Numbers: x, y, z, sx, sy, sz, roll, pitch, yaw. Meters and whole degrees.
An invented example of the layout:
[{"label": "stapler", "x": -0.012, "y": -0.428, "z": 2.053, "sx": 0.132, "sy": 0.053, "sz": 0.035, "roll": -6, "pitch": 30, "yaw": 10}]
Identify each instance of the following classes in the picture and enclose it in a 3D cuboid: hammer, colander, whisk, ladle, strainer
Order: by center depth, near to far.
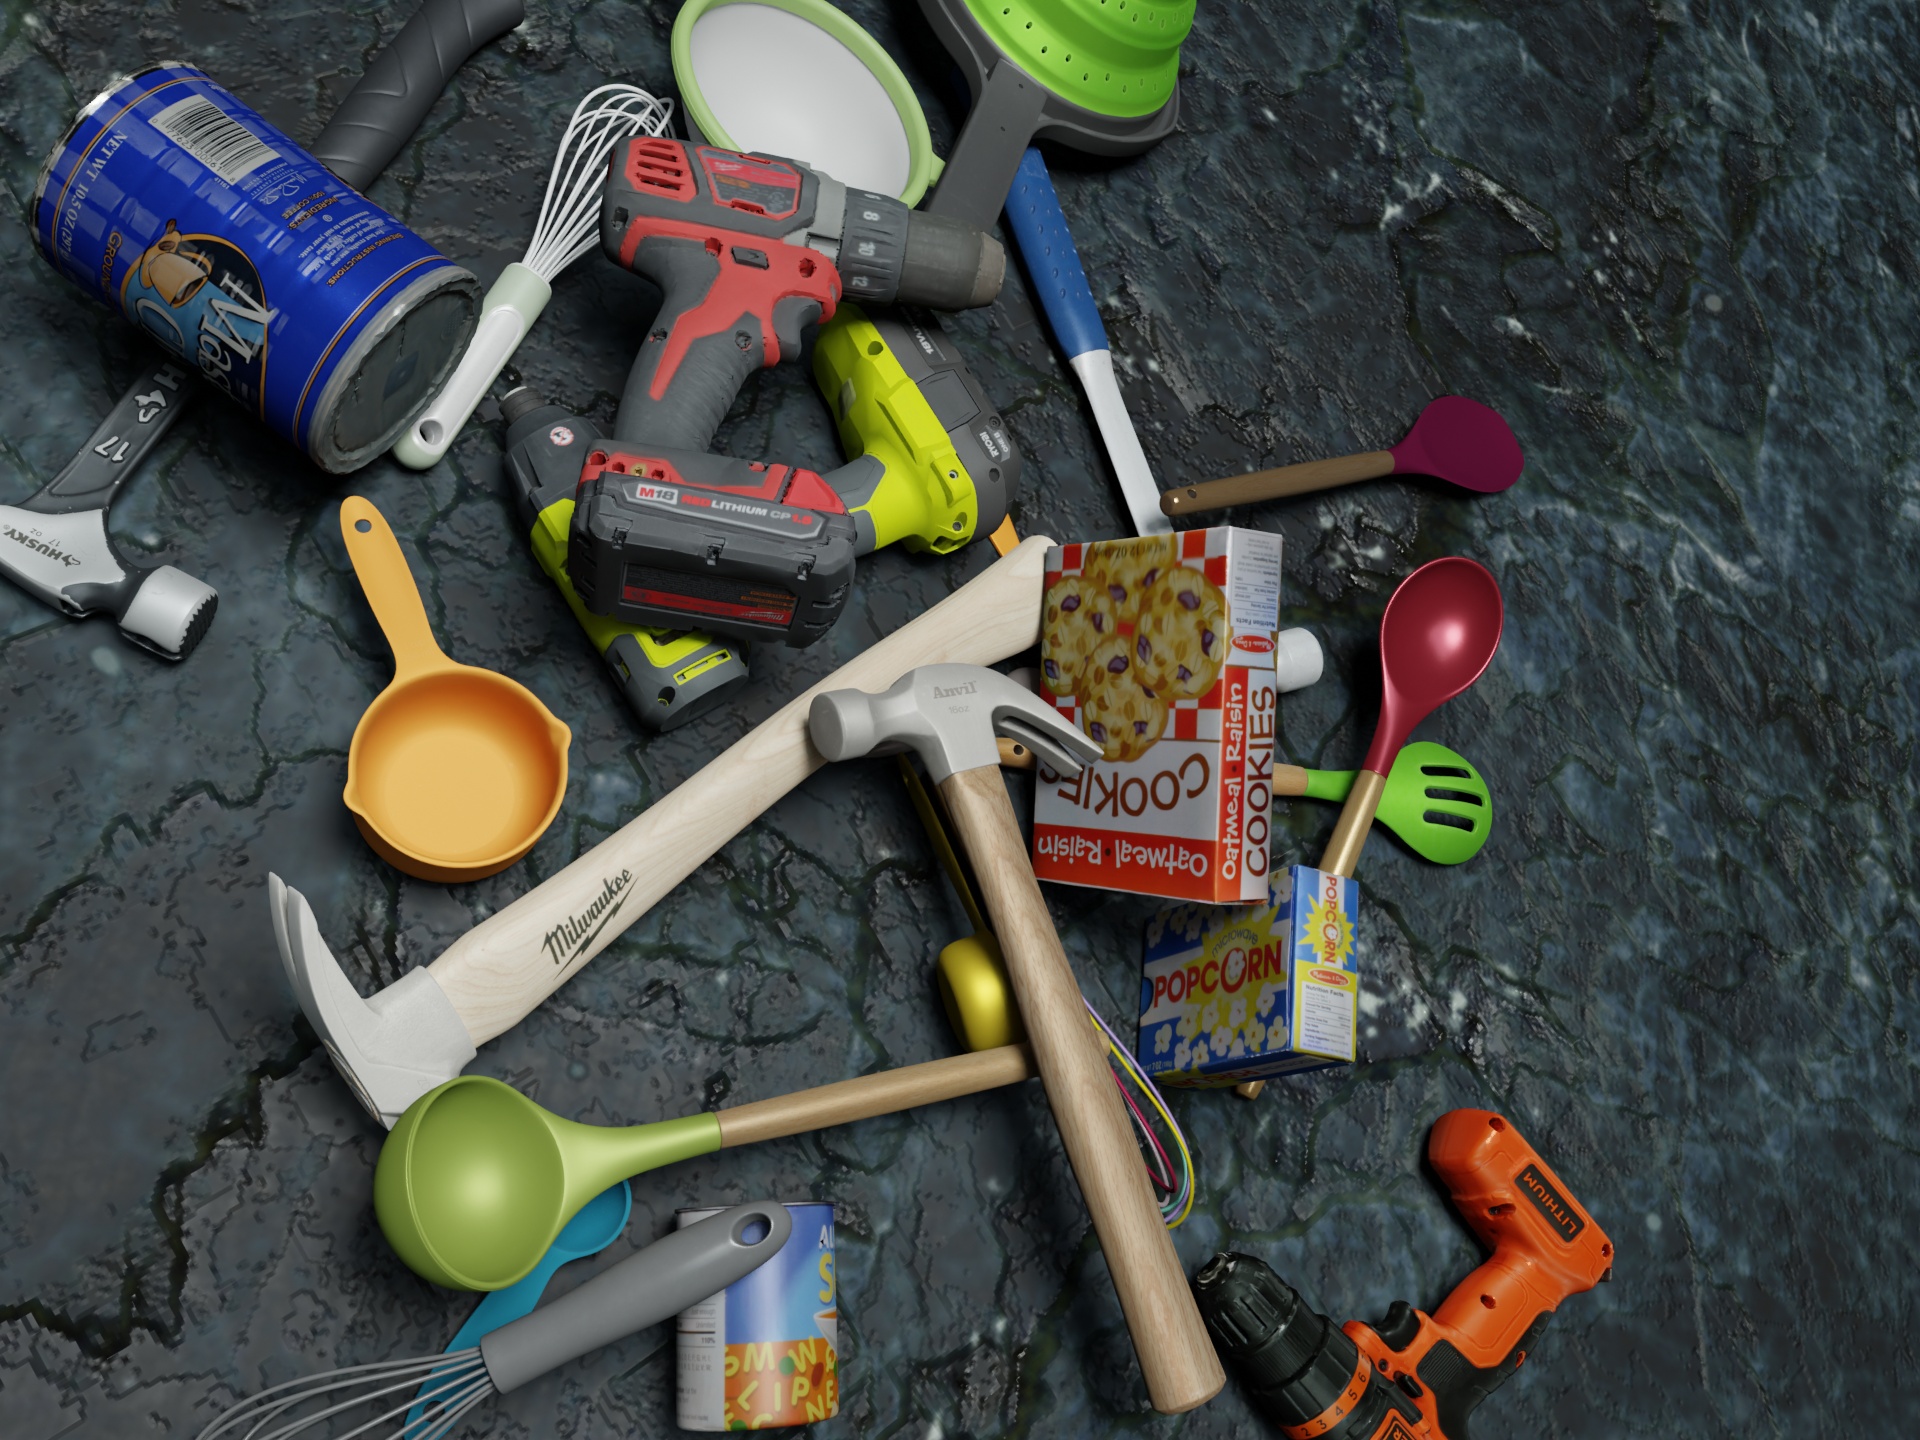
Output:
[{"label": "whisk", "x": -0.174, "y": 0.238, "z": 0.595, "sx": 0.239, "sy": 0.055, "sz": 0.055, "roll": -23, "pitch": 82, "yaw": -11}, {"label": "ladle", "x": -0.071, "y": 0.160, "z": 0.646, "sx": 0.320, "sy": 0.062, "sz": 0.078, "roll": -6, "pitch": 74, "yaw": -27}, {"label": "hammer", "x": 0.043, "y": 0.129, "z": 0.694, "sx": 0.130, "sy": 0.031, "sz": 0.331, "roll": -12, "pitch": 77, "yaw": -35}, {"label": "hammer", "x": -0.096, "y": 0.019, "z": 0.703, "sx": 0.411, "sy": 0.038, "sz": 0.146, "roll": -38, "pitch": 126, "yaw": -31}, {"label": "hammer", "x": -0.318, "y": -0.226, "z": 0.739, "sx": 0.149, "sy": 0.036, "sz": 0.409, "roll": 28, "pitch": 63, "yaw": -10}, {"label": "whisk", "x": 0.047, "y": 0.126, "z": 0.762, "sx": 0.051, "sy": 0.047, "sz": 0.245, "roll": -20, "pitch": 77, "yaw": -26}, {"label": "whisk", "x": -0.206, "y": -0.221, "z": 0.779, "sx": 0.057, "sy": 0.059, "sz": 0.246, "roll": 43, "pitch": 62, "yaw": -36}, {"label": "ladle", "x": 0.210, "y": 0.053, "z": 0.838, "sx": 0.069, "sy": 0.031, "sz": 0.315, "roll": 29, "pitch": 74, "yaw": -10}, {"label": "strainer", "x": -0.122, "y": -0.353, "z": 0.841, "sx": 0.151, "sy": 0.069, "sz": 0.256, "roll": -30, "pitch": 86, "yaw": -42}, {"label": "colander", "x": 0.053, "y": -0.375, "z": 0.872, "sx": 0.204, "sy": 0.094, "sz": 0.397, "roll": 32, "pitch": 52, "yaw": -19}, {"label": "hammer", "x": 0.071, "y": -0.194, "z": 0.891, "sx": 0.144, "sy": 0.035, "sz": 0.406, "roll": -13, "pitch": 77, "yaw": -27}]

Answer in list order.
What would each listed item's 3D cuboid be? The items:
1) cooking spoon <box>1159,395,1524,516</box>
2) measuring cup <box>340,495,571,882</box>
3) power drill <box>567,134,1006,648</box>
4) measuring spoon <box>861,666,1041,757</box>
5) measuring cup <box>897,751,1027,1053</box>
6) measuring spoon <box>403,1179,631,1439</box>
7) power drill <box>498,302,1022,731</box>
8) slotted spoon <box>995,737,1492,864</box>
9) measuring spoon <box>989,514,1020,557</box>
[{"label": "cooking spoon", "x": 0.231, "y": -0.148, "z": 0.929, "sx": 0.319, "sy": 0.017, "sz": 0.069, "roll": -15, "pitch": 77, "yaw": -37}, {"label": "measuring cup", "x": -0.234, "y": -0.012, "z": 0.688, "sx": 0.095, "sy": 0.052, "sz": 0.174, "roll": -20, "pitch": 78, "yaw": -27}, {"label": "power drill", "x": -0.076, "y": -0.152, "z": 0.709, "sx": 0.188, "sy": 0.080, "sz": 0.227, "roll": 8, "pitch": 67, "yaw": -11}, {"label": "measuring spoon", "x": -0.001, "y": -0.003, "z": 0.800, "sx": 0.124, "sy": 0.018, "sz": 0.034, "roll": -15, "pitch": 78, "yaw": -26}, {"label": "measuring cup", "x": -0.010, "y": 0.086, "z": 0.753, "sx": 0.029, "sy": 0.062, "sz": 0.157, "roll": -19, "pitch": 68, "yaw": -13}, {"label": "measuring spoon", "x": -0.182, "y": 0.233, "z": 0.644, "sx": 0.042, "sy": 0.021, "sz": 0.129, "roll": 37, "pitch": 71, "yaw": -8}, {"label": "power drill", "x": -0.097, "y": -0.117, "z": 0.771, "sx": 0.223, "sy": 0.080, "sz": 0.171, "roll": -30, "pitch": 85, "yaw": -26}, {"label": "slotted spoon", "x": 0.160, "y": 0.033, "z": 0.853, "sx": 0.313, "sy": 0.031, "sz": 0.070, "roll": 7, "pitch": 72, "yaw": -19}, {"label": "measuring spoon", "x": 0.016, "y": -0.118, "z": 0.853, "sx": 0.021, "sy": 0.011, "sz": 0.117, "roll": -21, "pitch": 81, "yaw": -28}]
